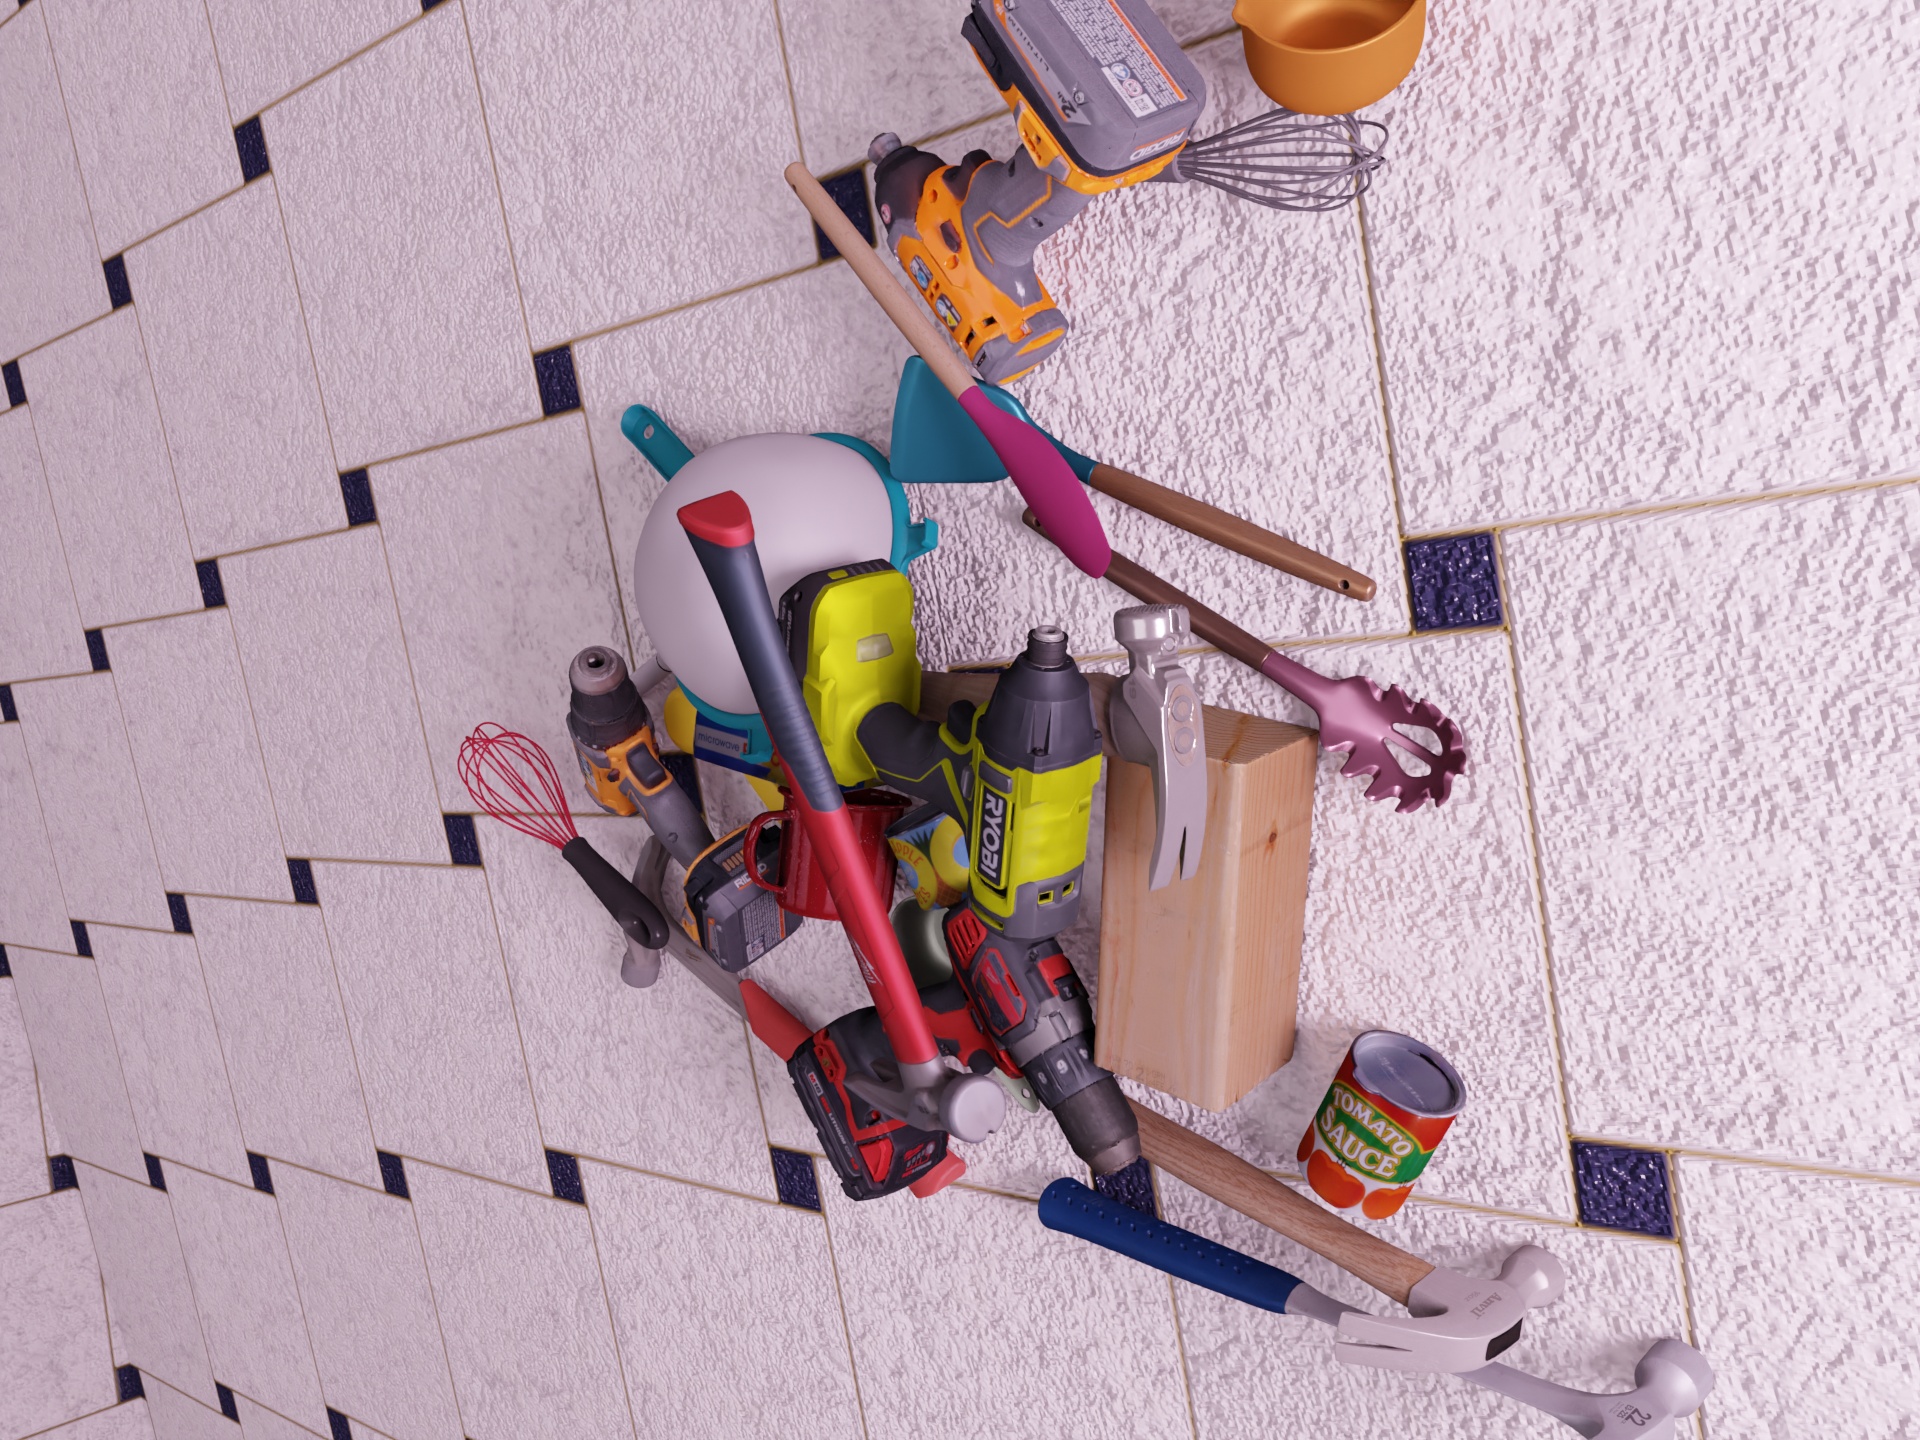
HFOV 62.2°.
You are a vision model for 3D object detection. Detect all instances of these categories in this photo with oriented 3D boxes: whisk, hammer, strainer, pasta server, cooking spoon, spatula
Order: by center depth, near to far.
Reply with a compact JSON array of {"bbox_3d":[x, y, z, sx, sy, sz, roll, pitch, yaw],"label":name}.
[{"bbox_3d":[0.120,-0.302,0.851,0.239,0.055,0.055,18,114,41],"label":"whisk"},{"bbox_3d":[0.150,-0.047,0.902,0.316,0.040,0.060,36,108,29],"label":"pasta server"},{"bbox_3d":[-0.084,0.058,0.914,0.143,0.038,0.386,-1,112,58],"label":"hammer"},{"bbox_3d":[0.093,-0.130,0.922,0.318,0.044,0.082,28,122,30],"label":"spatula"},{"bbox_3d":[0.201,0.341,0.924,0.406,0.144,0.035,6,106,46],"label":"hammer"},{"bbox_3d":[-0.011,-0.210,0.932,0.319,0.017,0.068,54,161,13],"label":"cooking spoon"},{"bbox_3d":[0.172,0.281,0.941,0.331,0.130,0.031,20,117,44],"label":"hammer"},{"bbox_3d":[-0.002,-0.003,0.969,0.411,0.038,0.146,9,107,56],"label":"hammer"},{"bbox_3d":[-0.175,-0.143,1.066,0.211,0.095,0.341,-51,51,10],"label":"strainer"},{"bbox_3d":[-0.215,-0.051,1.208,0.258,0.050,0.087,-30,59,47],"label":"strainer"},{"bbox_3d":[-0.134,0.233,1.223,0.359,0.036,0.149,34,122,29],"label":"hammer"},{"bbox_3d":[-0.330,0.094,1.314,0.296,0.073,0.073,39,124,31],"label":"whisk"}]

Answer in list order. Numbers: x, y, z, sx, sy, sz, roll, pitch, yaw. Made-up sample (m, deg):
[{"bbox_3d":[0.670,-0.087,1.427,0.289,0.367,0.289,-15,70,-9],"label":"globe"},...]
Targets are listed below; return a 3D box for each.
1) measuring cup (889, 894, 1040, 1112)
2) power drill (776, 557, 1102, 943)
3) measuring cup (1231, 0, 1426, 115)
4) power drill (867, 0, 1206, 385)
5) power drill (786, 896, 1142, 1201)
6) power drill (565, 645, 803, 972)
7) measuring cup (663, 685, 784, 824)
[{"bbox_3d":[0.014,0.189,1.084,0.083,0.038,0.168,-42,77,39],"label":"measuring cup"},{"bbox_3d":[-0.011,-0.001,0.886,0.223,0.080,0.171,32,128,44],"label":"power drill"},{"bbox_3d":[0.171,-0.371,0.785,0.095,0.052,0.174,-17,61,7],"label":"measuring cup"},{"bbox_3d":[0.023,-0.306,0.866,0.164,0.084,0.226,55,152,7],"label":"power drill"},{"bbox_3d":[0.005,0.231,1.022,0.226,0.080,0.188,-42,69,36],"label":"power drill"},{"bbox_3d":[-0.213,0.058,1.173,0.226,0.084,0.185,46,156,22],"label":"power drill"},{"bbox_3d":[-0.173,0.032,1.200,0.157,0.029,0.062,49,128,22],"label":"measuring cup"}]
